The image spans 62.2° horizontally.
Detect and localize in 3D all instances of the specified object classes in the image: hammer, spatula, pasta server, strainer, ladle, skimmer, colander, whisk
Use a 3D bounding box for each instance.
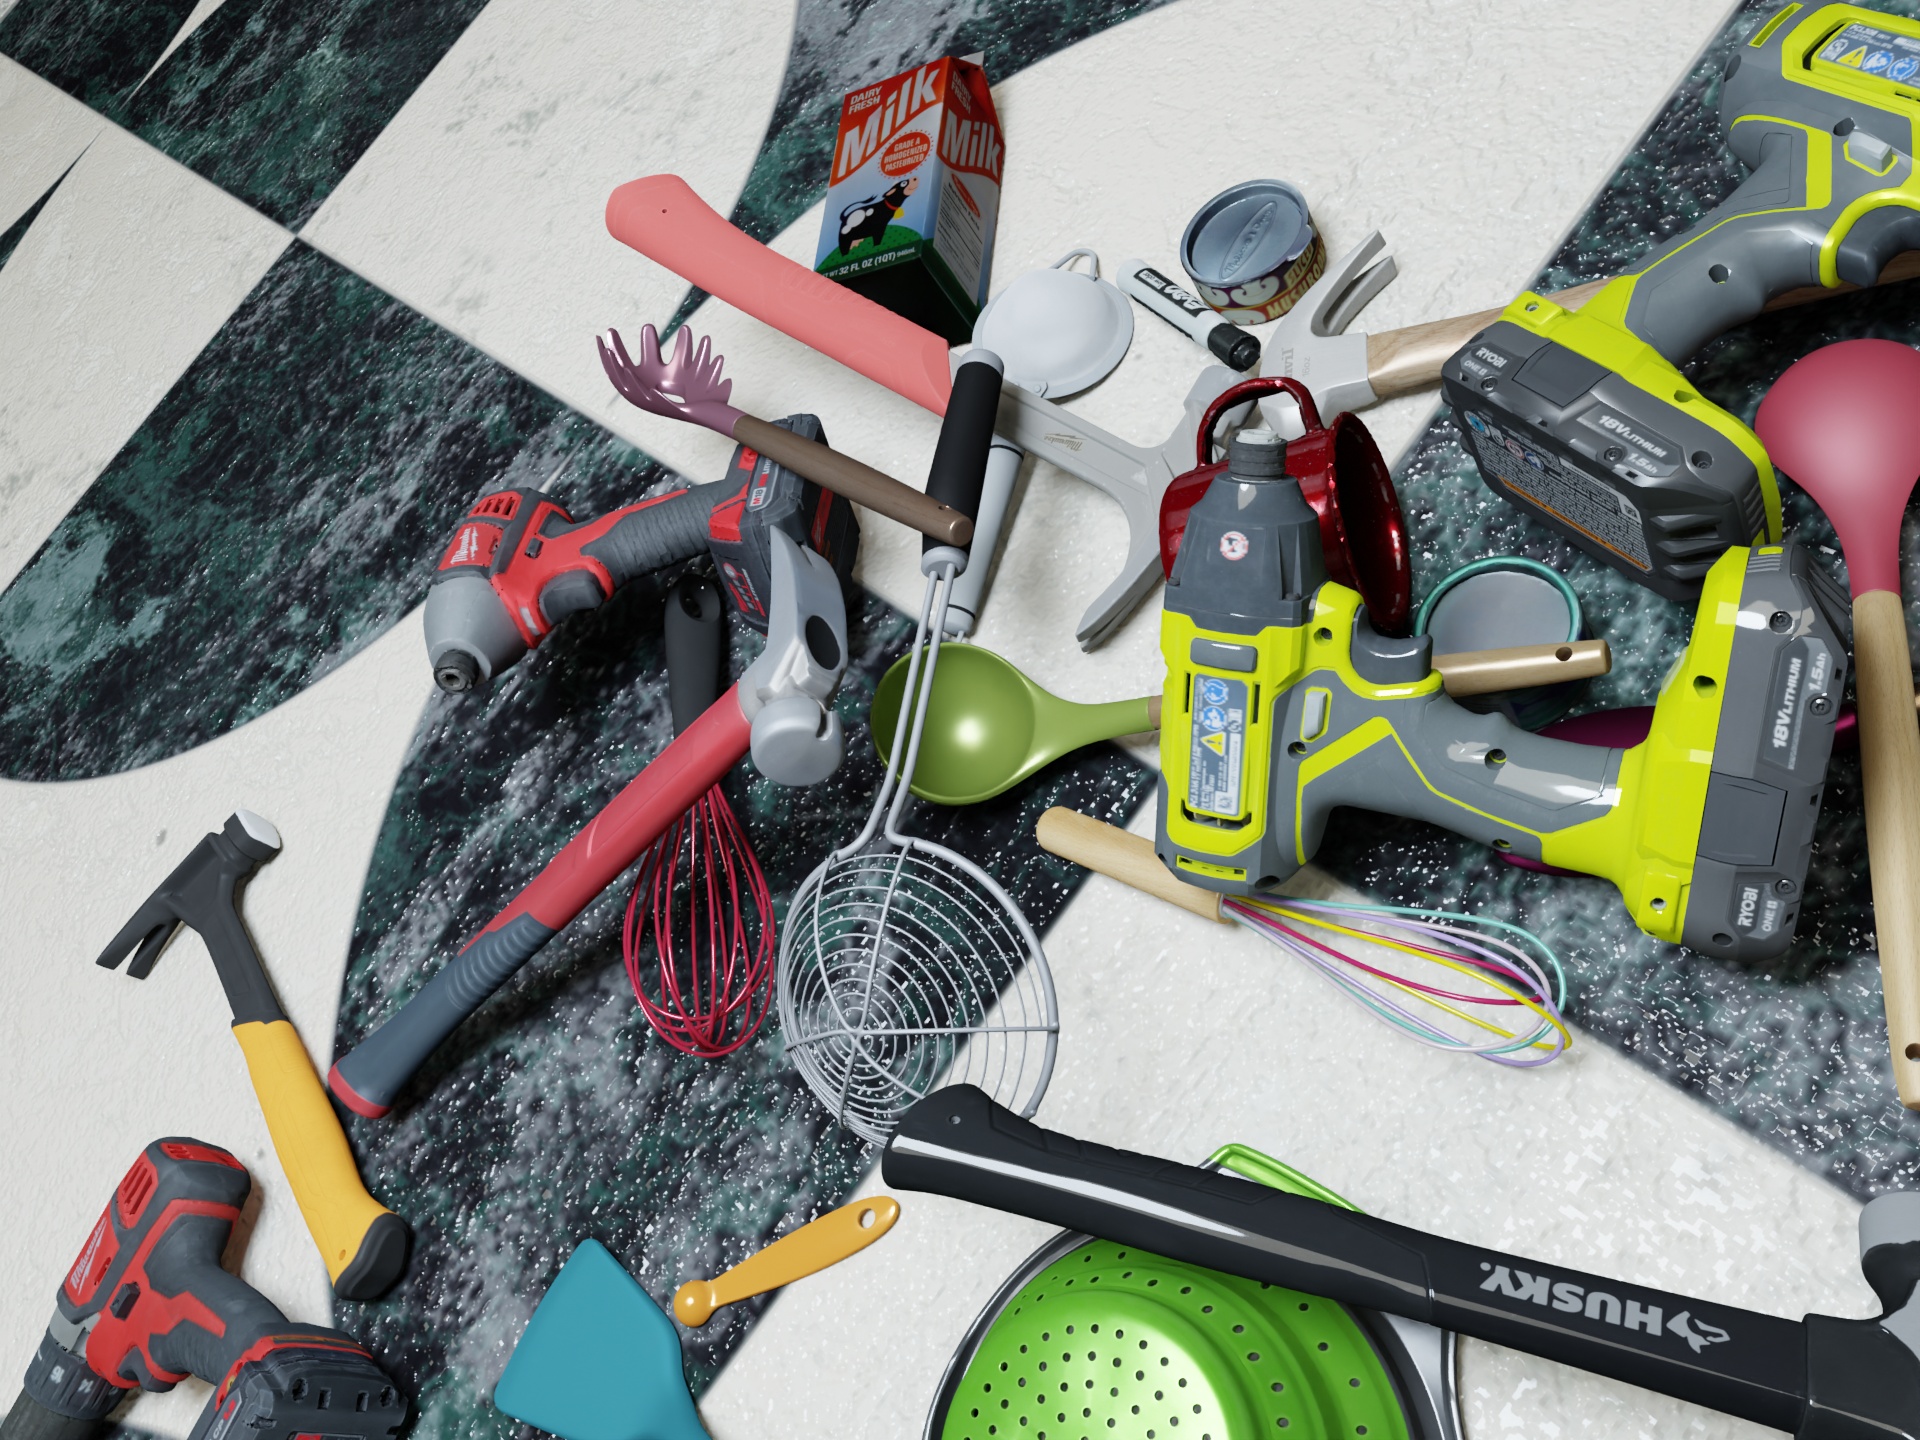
[{"bbox_3d":[-0.386,0.190,0.878,0.127,0.034,0.337,-47,51,0],"label":"hammer"},{"bbox_3d":[-0.097,0.292,0.604,0.318,0.044,0.082,6,62,58],"label":"spatula"},{"bbox_3d":[0.290,-0.180,0.679,0.331,0.031,0.130,-9,61,27],"label":"hammer"},{"bbox_3d":[-0.091,-0.142,0.768,0.060,0.040,0.316,-16,31,-32],"label":"pasta server"},{"bbox_3d":[0.027,-0.147,0.816,0.087,0.050,0.258,11,73,20],"label":"strainer"},{"bbox_3d":[0.099,-0.010,0.661,0.320,0.062,0.078,-7,66,35],"label":"ladle"},{"bbox_3d":[-0.001,-0.002,0.681,0.127,0.090,0.364,-13,51,33],"label":"skimmer"},{"bbox_3d":[0.130,0.174,0.494,0.335,0.035,0.146,9,37,22],"label":"hammer"},{"bbox_3d":[-0.188,0.069,0.760,0.386,0.038,0.143,-41,35,27],"label":"hammer"},{"bbox_3d":[-0.040,-0.178,0.799,0.359,0.036,0.149,31,83,18],"label":"hammer"},{"bbox_3d":[0.016,0.323,0.523,0.205,0.094,0.397,27,80,38],"label":"colander"},{"bbox_3d":[-0.132,0.036,0.798,0.073,0.073,0.296,-24,49,18],"label":"whisk"},{"bbox_3d":[0.124,0.075,0.628,0.245,0.047,0.051,20,98,41],"label":"whisk"},{"bbox_3d":[0.320,-0.019,0.554,0.069,0.031,0.316,-7,56,32],"label":"ladle"}]

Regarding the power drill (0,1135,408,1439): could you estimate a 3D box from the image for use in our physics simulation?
[{"bbox_3d":[-0.384,0.333,0.773,0.227,0.080,0.188,24,83,41],"label":"power drill"}]

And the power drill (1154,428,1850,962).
[{"bbox_3d":[0.180,-0.009,0.560,0.223,0.080,0.171,10,112,25],"label":"power drill"}]

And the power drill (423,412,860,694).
[{"bbox_3d":[-0.171,-0.079,0.823,0.219,0.078,0.143,-10,38,13],"label":"power drill"}]

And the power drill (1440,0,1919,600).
[{"bbox_3d":[0.313,-0.156,0.581,0.228,0.080,0.191,-43,47,1],"label":"power drill"}]

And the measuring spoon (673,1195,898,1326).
[{"bbox_3d":[-0.077,0.231,0.684,0.117,0.011,0.021,-29,53,14],"label":"measuring spoon"}]

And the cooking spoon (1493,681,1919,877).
[{"bbox_3d":[0.343,-0.007,0.559,0.319,0.017,0.069,-18,57,23],"label":"cooking spoon"}]
